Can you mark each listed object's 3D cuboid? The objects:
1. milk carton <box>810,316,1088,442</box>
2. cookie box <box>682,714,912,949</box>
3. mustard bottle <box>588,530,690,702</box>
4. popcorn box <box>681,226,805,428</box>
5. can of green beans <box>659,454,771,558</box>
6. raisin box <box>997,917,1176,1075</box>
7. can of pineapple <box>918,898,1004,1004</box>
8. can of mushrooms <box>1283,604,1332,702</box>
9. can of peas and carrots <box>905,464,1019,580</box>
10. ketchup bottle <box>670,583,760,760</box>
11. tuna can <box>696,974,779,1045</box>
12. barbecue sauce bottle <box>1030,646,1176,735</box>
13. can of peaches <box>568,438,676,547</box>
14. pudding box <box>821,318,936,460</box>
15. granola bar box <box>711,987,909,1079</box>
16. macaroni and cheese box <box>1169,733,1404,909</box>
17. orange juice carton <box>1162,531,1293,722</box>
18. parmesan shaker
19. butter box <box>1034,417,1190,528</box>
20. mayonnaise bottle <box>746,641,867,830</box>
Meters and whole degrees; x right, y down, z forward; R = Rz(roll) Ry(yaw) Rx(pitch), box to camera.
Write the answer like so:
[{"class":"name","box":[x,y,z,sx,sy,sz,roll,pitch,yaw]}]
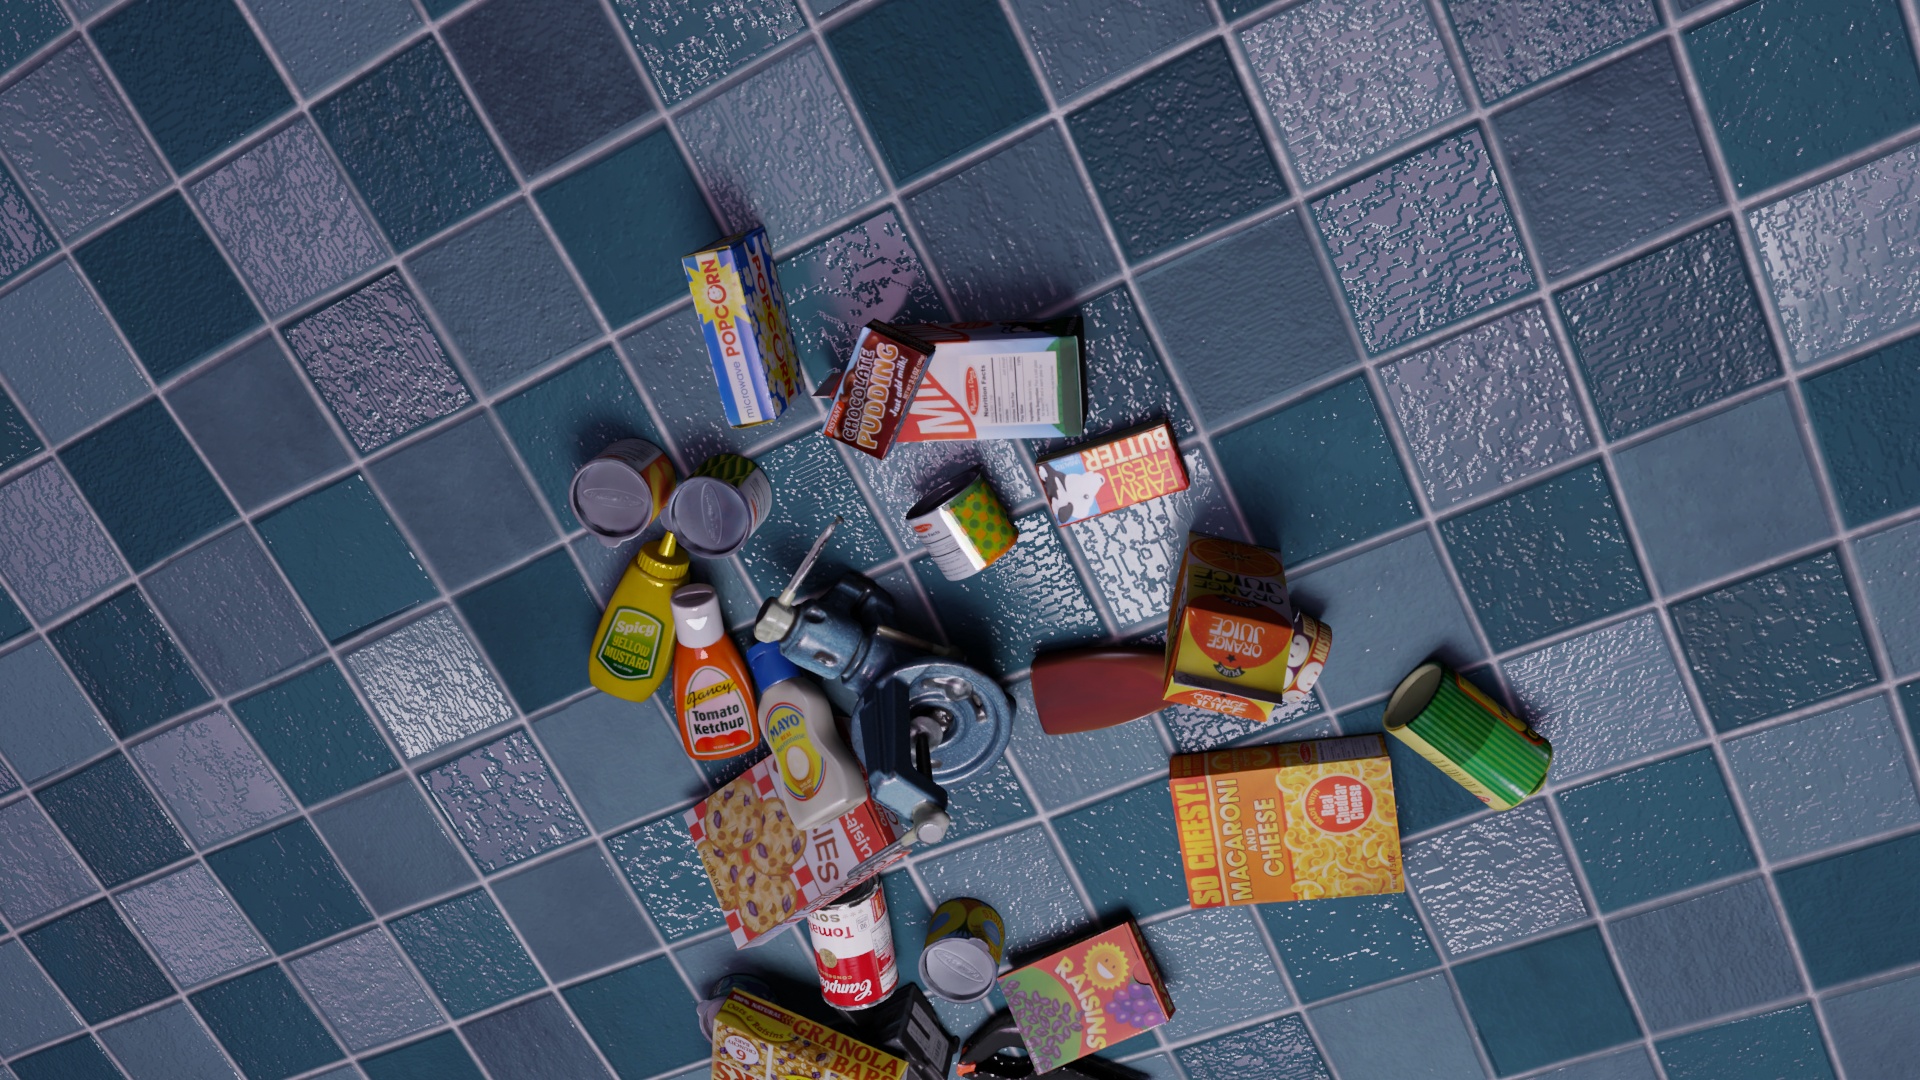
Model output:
[{"class":"milk carton","box":[-0.007,-0.115,0.992,0.190,0.072,0.073,-1,109,9]},{"class":"cookie box","box":[-0.135,0.237,1.129,0.167,0.040,0.123,-35,68,19]},{"class":"mustard bottle","box":[-0.249,0.051,1.104,0.065,0.049,0.159,20,112,-4]},{"class":"popcorn box","box":[-0.152,-0.153,0.994,0.038,0.085,0.126,-8,109,13]},{"class":"can of green beans","box":[-0.183,-0.027,1.060,0.071,0.058,0.071,3,111,8]},{"class":"raisin box","box":[0.104,0.377,1.155,0.123,0.040,0.086,-27,76,13]},{"class":"can of pineapple","box":[0.003,0.344,1.169,0.071,0.058,0.070,3,111,8]},{"class":"can of mushrooms","box":[0.246,0.083,1.028,0.033,0.071,0.070,27,112,-2]},{"class":"can of peas and carrots","box":[0.004,-0.013,1.033,0.071,0.071,0.058,-29,104,18]},{"class":"ketchup bottle","box":[-0.200,0.104,1.103,0.065,0.044,0.148,-10,122,-8]},{"class":"tuna can","box":[-0.200,0.424,1.245,0.071,0.033,0.070,3,111,8]},{"class":"barbecue sauce bottle","box":[0.132,0.110,1.070,0.148,0.044,0.064,-10,109,12]},{"class":"can of peaches","box":[-0.259,-0.038,1.068,0.071,0.058,0.071,3,111,7]},{"class":"pudding box","box":[-0.056,-0.103,0.948,0.050,0.030,0.083,26,111,2]},{"class":"granola bar box","box":[-0.132,0.463,1.184,0.166,0.039,0.123,18,126,14]},{"class":"macaroni and cheese box","box":[0.256,0.223,1.094,0.166,0.040,0.123,-8,109,11]},{"class":"orange juice carton","box":[0.184,0.064,0.963,0.072,0.193,0.072,13,111,5]},{"class":"parmesan shaker","box":[0.376,0.144,1.028,0.103,0.071,0.071,37,112,-5]},{"class":"butter box","box":[0.112,-0.050,1.023,0.103,0.024,0.053,-17,106,15]},{"class":"mayonnaise bottle","box":[-0.126,0.148,1.089,0.064,0.041,0.148,-34,69,25]}]
